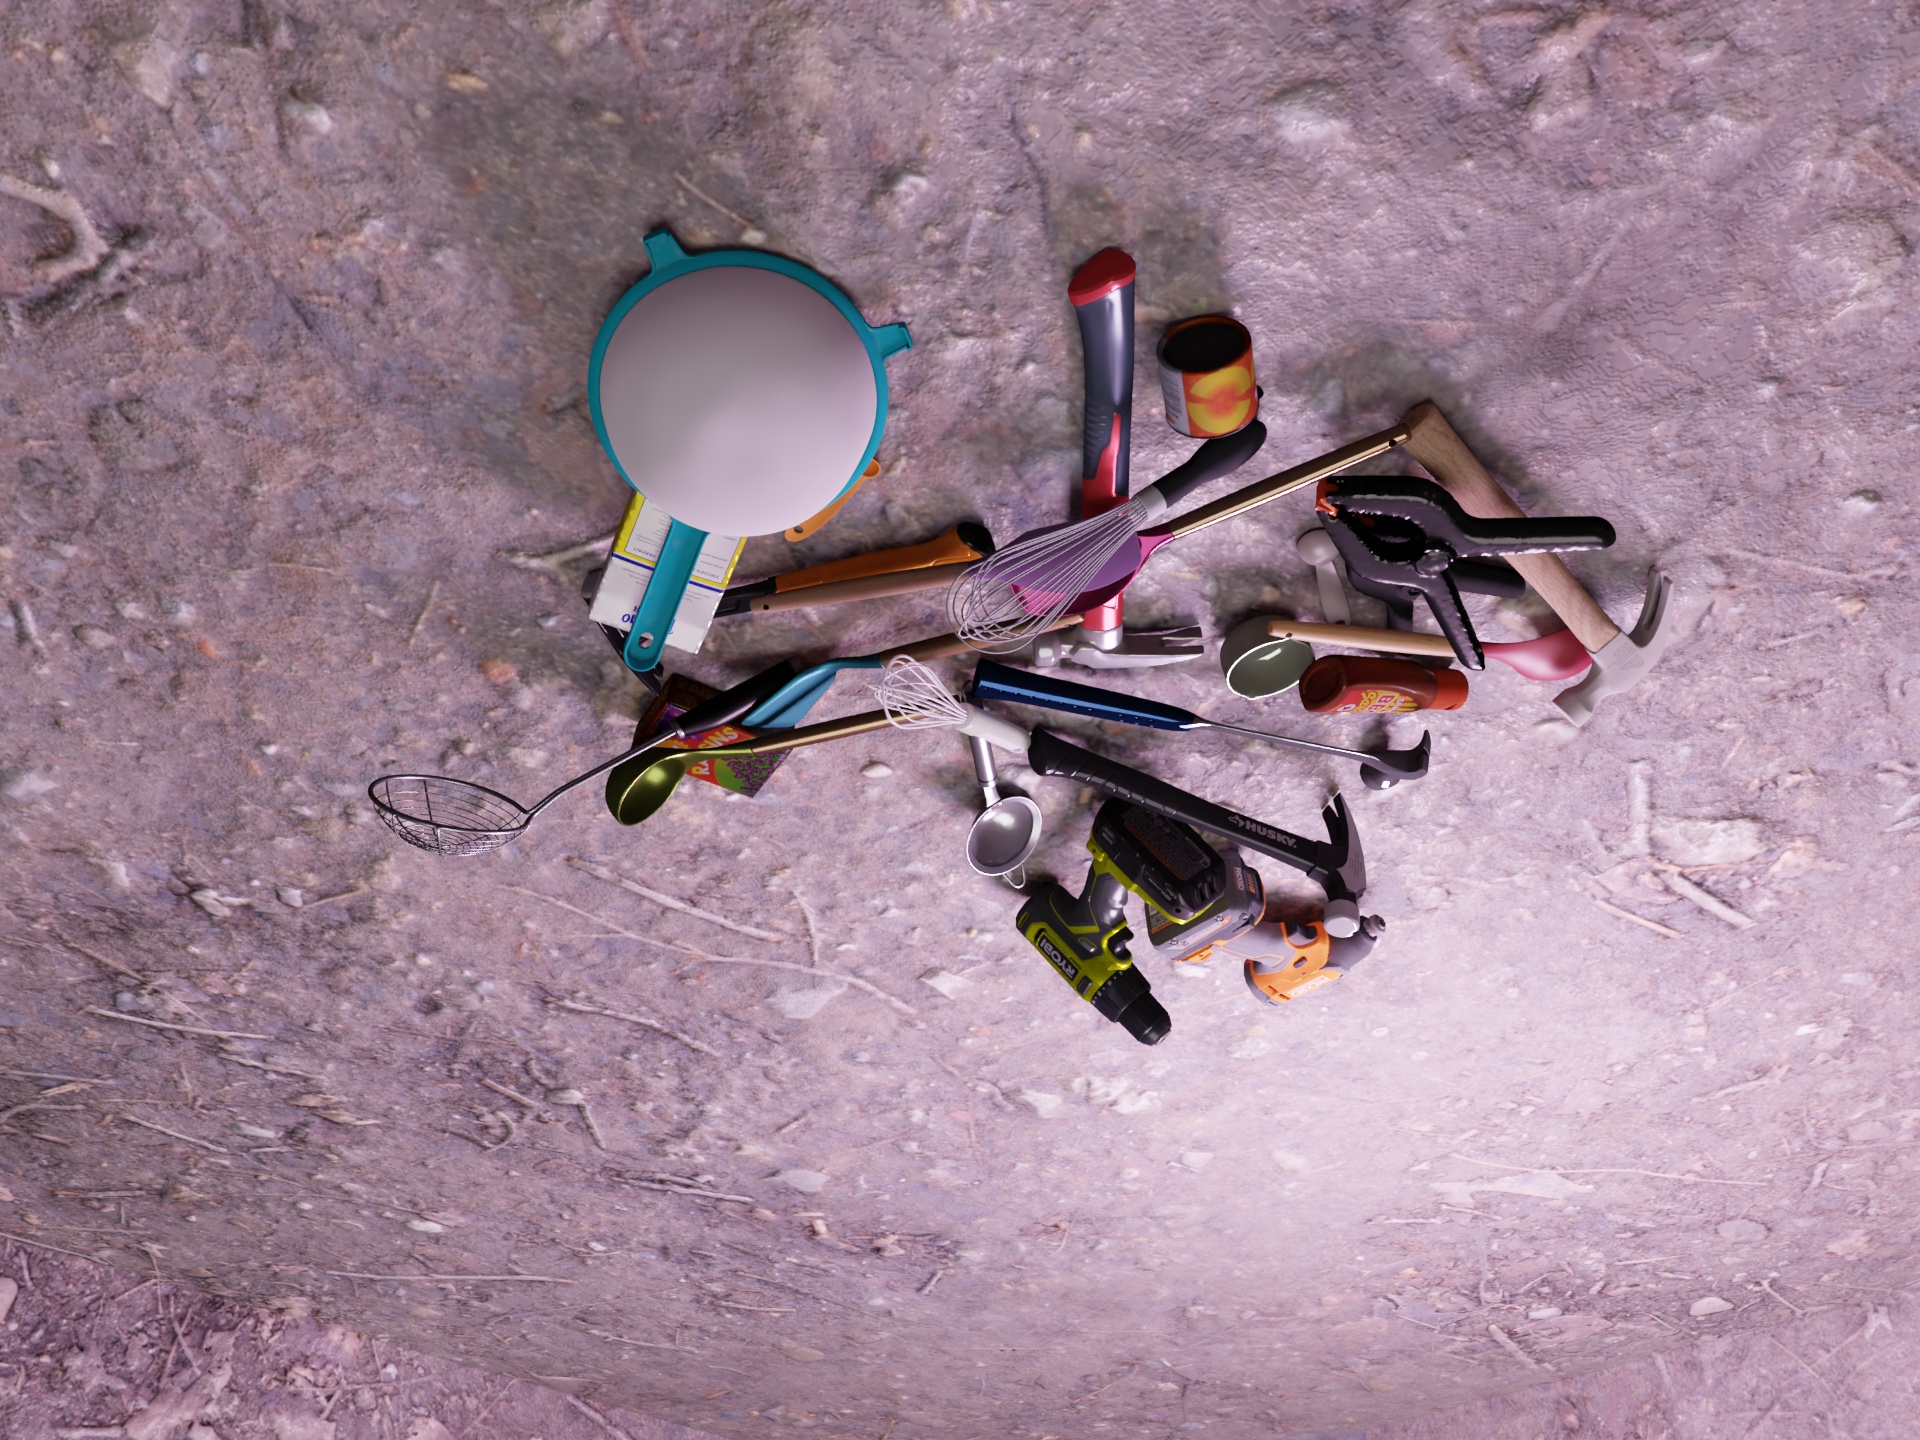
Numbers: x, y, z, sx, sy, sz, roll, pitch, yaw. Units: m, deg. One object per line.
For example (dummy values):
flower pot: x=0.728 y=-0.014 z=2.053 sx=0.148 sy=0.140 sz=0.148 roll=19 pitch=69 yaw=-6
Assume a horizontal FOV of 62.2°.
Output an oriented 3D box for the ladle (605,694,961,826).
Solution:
ladle: x=-0.154 y=0.029 z=1.384 sx=0.320 sy=0.062 sz=0.078 roll=-13 pitch=159 yaw=2

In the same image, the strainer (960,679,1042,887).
strainer: x=0.026 y=0.057 z=1.480 sx=0.087 sy=0.050 sz=0.258 roll=-30 pitch=135 yaw=-19

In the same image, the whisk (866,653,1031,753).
whisk: x=-0.002 y=-0.004 z=1.343 sx=0.058 sy=0.059 sz=0.246 roll=0 pitch=168 yaw=30

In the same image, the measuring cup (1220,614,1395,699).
measuring cup: x=0.297 y=-0.058 z=1.350 sx=0.167 sy=0.038 sz=0.083 roll=-2 pitch=143 yaw=-20

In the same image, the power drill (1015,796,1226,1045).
power drill: x=0.164 y=0.196 z=1.545 sx=0.080 sy=0.191 sz=0.228 roll=-26 pitch=153 yaw=-41

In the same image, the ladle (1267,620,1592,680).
ladle: x=0.393 y=-0.063 z=1.297 sx=0.315 sy=0.031 sz=0.069 roll=4 pitch=140 yaw=-18

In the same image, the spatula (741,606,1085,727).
spatula: x=-0.039 y=-0.045 z=1.331 sx=0.317 sy=0.044 sz=0.082 roll=-12 pitch=172 yaw=27

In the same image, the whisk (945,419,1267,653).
whisk: x=0.109 y=-0.140 z=1.143 sx=0.284 sy=0.070 sz=0.070 roll=-35 pitch=139 yaw=-13

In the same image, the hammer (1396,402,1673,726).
hammer: x=0.444 y=-0.131 z=1.234 sx=0.130 sy=0.031 sz=0.331 roll=-44 pitch=119 yaw=12

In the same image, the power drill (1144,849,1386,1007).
power drill: x=0.317 y=0.213 z=1.628 sx=0.226 sy=0.084 sz=0.164 roll=28 pitch=133 yaw=-34

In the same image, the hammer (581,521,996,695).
hammer: x=-0.132 y=-0.102 z=1.301 sx=0.337 sy=0.034 sz=0.127 roll=-11 pitch=137 yaw=14

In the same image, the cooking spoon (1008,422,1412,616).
cooking spoon: x=0.182 y=-0.152 z=1.192 sx=0.319 sy=0.017 sz=0.068 roll=-21 pitch=118 yaw=20

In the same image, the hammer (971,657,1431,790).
hammer: x=0.212 y=0.001 z=1.383 sx=0.405 sy=0.035 sz=0.144 roll=11 pitch=170 yaw=-6

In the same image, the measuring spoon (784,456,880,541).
measuring spoon: x=-0.101 y=-0.173 z=1.238 sx=0.021 sy=0.011 sz=0.117 roll=32 pitch=135 yaw=-26

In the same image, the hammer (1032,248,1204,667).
hammer: x=0.125 y=-0.180 z=1.201 sx=0.143 sy=0.038 sz=0.385 roll=-2 pitch=140 yaw=1

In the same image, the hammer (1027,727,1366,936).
hammer: x=0.217 y=0.080 z=1.461 sx=0.334 sy=0.146 sz=0.035 roll=22 pitch=136 yaw=-6

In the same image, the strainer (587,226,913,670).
strainer: x=-0.179 y=-0.156 z=1.123 sx=0.211 sy=0.095 sz=0.340 roll=18 pitch=119 yaw=-18

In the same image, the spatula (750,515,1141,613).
spatula: x=-0.016 y=-0.110 z=1.235 sx=0.316 sy=0.018 sz=0.059 roll=-7 pitch=120 yaw=16

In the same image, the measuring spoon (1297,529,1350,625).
measuring spoon: x=0.301 y=-0.108 z=1.296 sx=0.034 sy=0.018 sz=0.124 roll=-13 pitch=138 yaw=16

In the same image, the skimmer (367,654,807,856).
skimmer: x=-0.302 y=0.011 z=1.324 sx=0.363 sy=0.127 sz=0.090 roll=-28 pitch=115 yaw=-12
